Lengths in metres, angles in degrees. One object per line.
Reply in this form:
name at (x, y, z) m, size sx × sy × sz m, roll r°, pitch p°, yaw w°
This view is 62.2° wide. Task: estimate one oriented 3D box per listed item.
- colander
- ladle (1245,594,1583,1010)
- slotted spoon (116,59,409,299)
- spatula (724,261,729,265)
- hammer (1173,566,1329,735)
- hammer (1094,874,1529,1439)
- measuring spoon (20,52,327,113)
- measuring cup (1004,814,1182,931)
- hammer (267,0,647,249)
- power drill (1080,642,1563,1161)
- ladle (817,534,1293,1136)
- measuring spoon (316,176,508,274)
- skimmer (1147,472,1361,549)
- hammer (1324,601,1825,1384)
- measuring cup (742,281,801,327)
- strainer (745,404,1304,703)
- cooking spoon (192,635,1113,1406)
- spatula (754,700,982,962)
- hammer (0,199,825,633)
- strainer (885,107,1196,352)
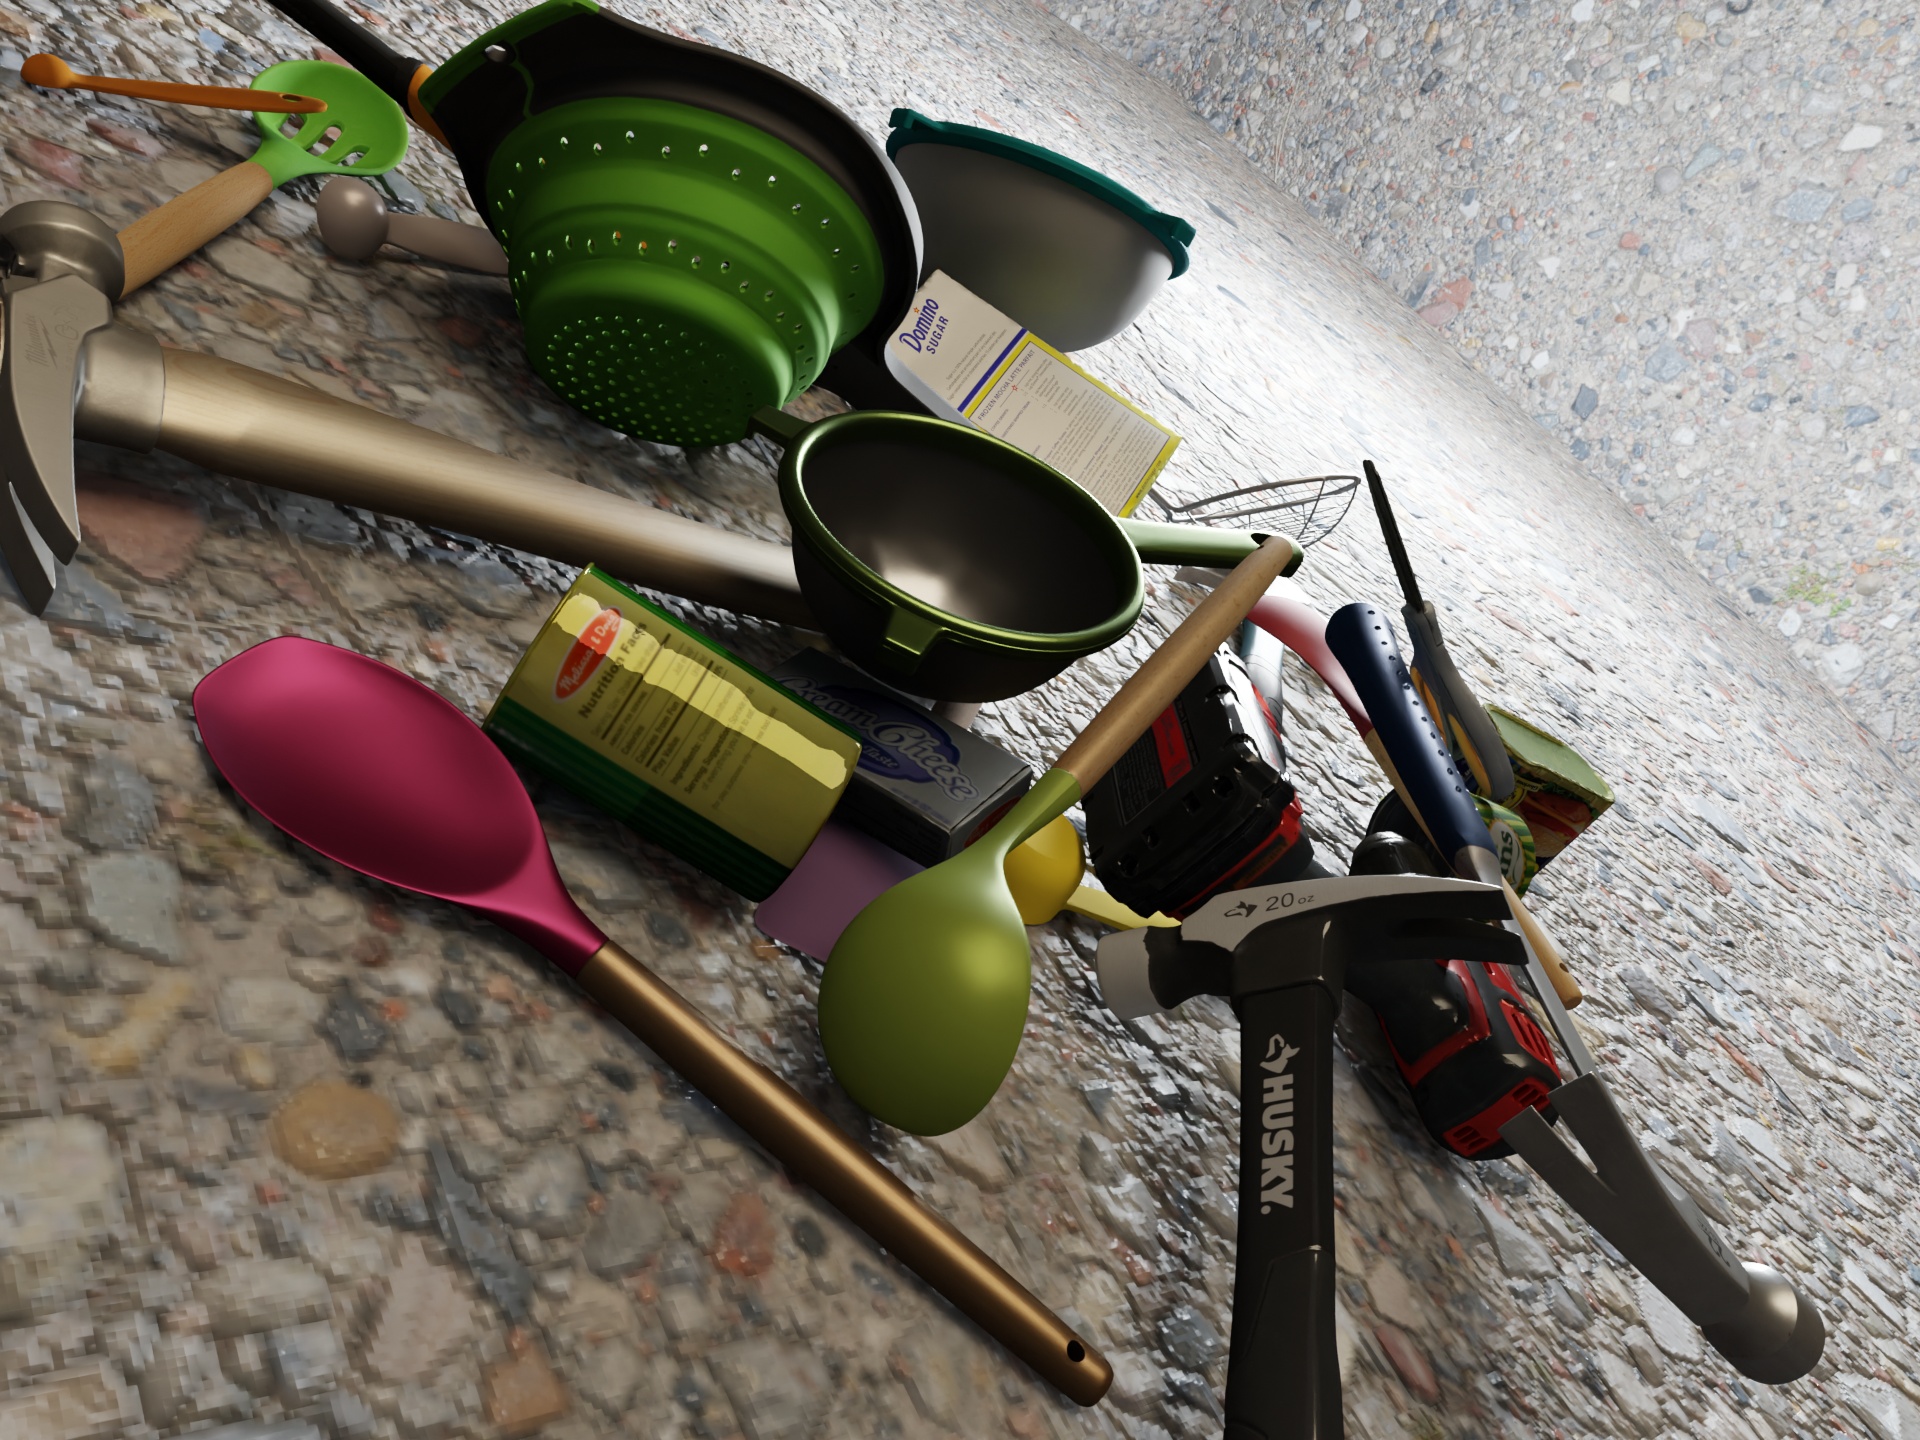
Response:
colander at (-0.075, -0.152, 0.743) m, size 0.396 × 0.204 × 0.095 m, roll 33°, pitch 57°, yaw -45°
ladle at (0.220, 0.025, 0.801) m, size 0.069 × 0.031 × 0.316 m, roll 20°, pitch 29°, yaw -32°
slotted spoon at (-0.298, -0.212, 0.643) m, size 0.070 × 0.031 × 0.314 m, roll 29°, pitch 30°, yaw -16°
spatula at (-0.050, -0.235, 0.958) m, size 0.317 × 0.044 × 0.082 m, roll 32°, pitch 56°, yaw -8°
hammer at (0.170, -0.020, 0.900) m, size 0.128 × 0.033 × 0.331 m, roll 37°, pitch 27°, yaw -4°
hammer at (0.095, 0.165, 0.440) m, size 0.035 × 0.146 × 0.335 m, roll 61°, pitch 25°, yaw -29°
measuring spoon at (-0.329, -0.268, 0.670) m, size 0.117 × 0.011 × 0.021 m, roll -4°, pitch 40°, yaw -28°
measuring cup at (0.064, 0.066, 0.639) m, size 0.156 × 0.029 × 0.062 m, roll 22°, pitch 31°, yaw -24°
hammer at (-0.220, -0.269, 0.716) m, size 0.127 × 0.034 × 0.336 m, roll 15°, pitch -12°, yaw 45°
power drill at (0.154, 0.065, 0.683) m, size 0.226 × 0.080 × 0.188 m, roll 39°, pitch 22°, yaw -21°
ladle at (0.055, 0.019, 0.556) m, size 0.062 × 0.078 × 0.320 m, roll 54°, pitch 46°, yaw -8°
measuring spoon at (-0.236, -0.220, 0.722) m, size 0.018 × 0.034 × 0.124 m, roll 6°, pitch 8°, yaw 29°
skimmer at (0.088, -0.209, 1.036) m, size 0.363 × 0.090 × 0.127 m, roll 31°, pitch -8°, yaw -8°
hammer at (0.215, 0.063, 0.658) m, size 0.144 × 0.035 × 0.406 m, roll 41°, pitch 22°, yaw -26°
measuring cup at (-0.118, -0.247, 0.905) m, size 0.083 × 0.038 × 0.168 m, roll 13°, pitch 34°, yaw -40°
strainer at (0.036, -0.055, 0.658) m, size 0.256 × 0.069 × 0.152 m, roll -1°, pitch 43°, yaw -34°
cooking spoon at (-0.084, 0.084, 0.445) m, size 0.319 × 0.017 × 0.069 m, roll 39°, pitch 40°, yaw 3°
spatula at (-0.001, -0.002, 0.640) m, size 0.060 × 0.018 × 0.316 m, roll 23°, pitch 35°, yaw 3°
hammer at (-0.131, -0.063, 0.593) m, size 0.410 × 0.038 × 0.146 m, roll 13°, pitch 44°, yaw -42°
strainer at (0.035, -0.298, 1.094) m, size 0.211 × 0.095 × 0.340 m, roll 21°, pitch 1°, yaw -2°
